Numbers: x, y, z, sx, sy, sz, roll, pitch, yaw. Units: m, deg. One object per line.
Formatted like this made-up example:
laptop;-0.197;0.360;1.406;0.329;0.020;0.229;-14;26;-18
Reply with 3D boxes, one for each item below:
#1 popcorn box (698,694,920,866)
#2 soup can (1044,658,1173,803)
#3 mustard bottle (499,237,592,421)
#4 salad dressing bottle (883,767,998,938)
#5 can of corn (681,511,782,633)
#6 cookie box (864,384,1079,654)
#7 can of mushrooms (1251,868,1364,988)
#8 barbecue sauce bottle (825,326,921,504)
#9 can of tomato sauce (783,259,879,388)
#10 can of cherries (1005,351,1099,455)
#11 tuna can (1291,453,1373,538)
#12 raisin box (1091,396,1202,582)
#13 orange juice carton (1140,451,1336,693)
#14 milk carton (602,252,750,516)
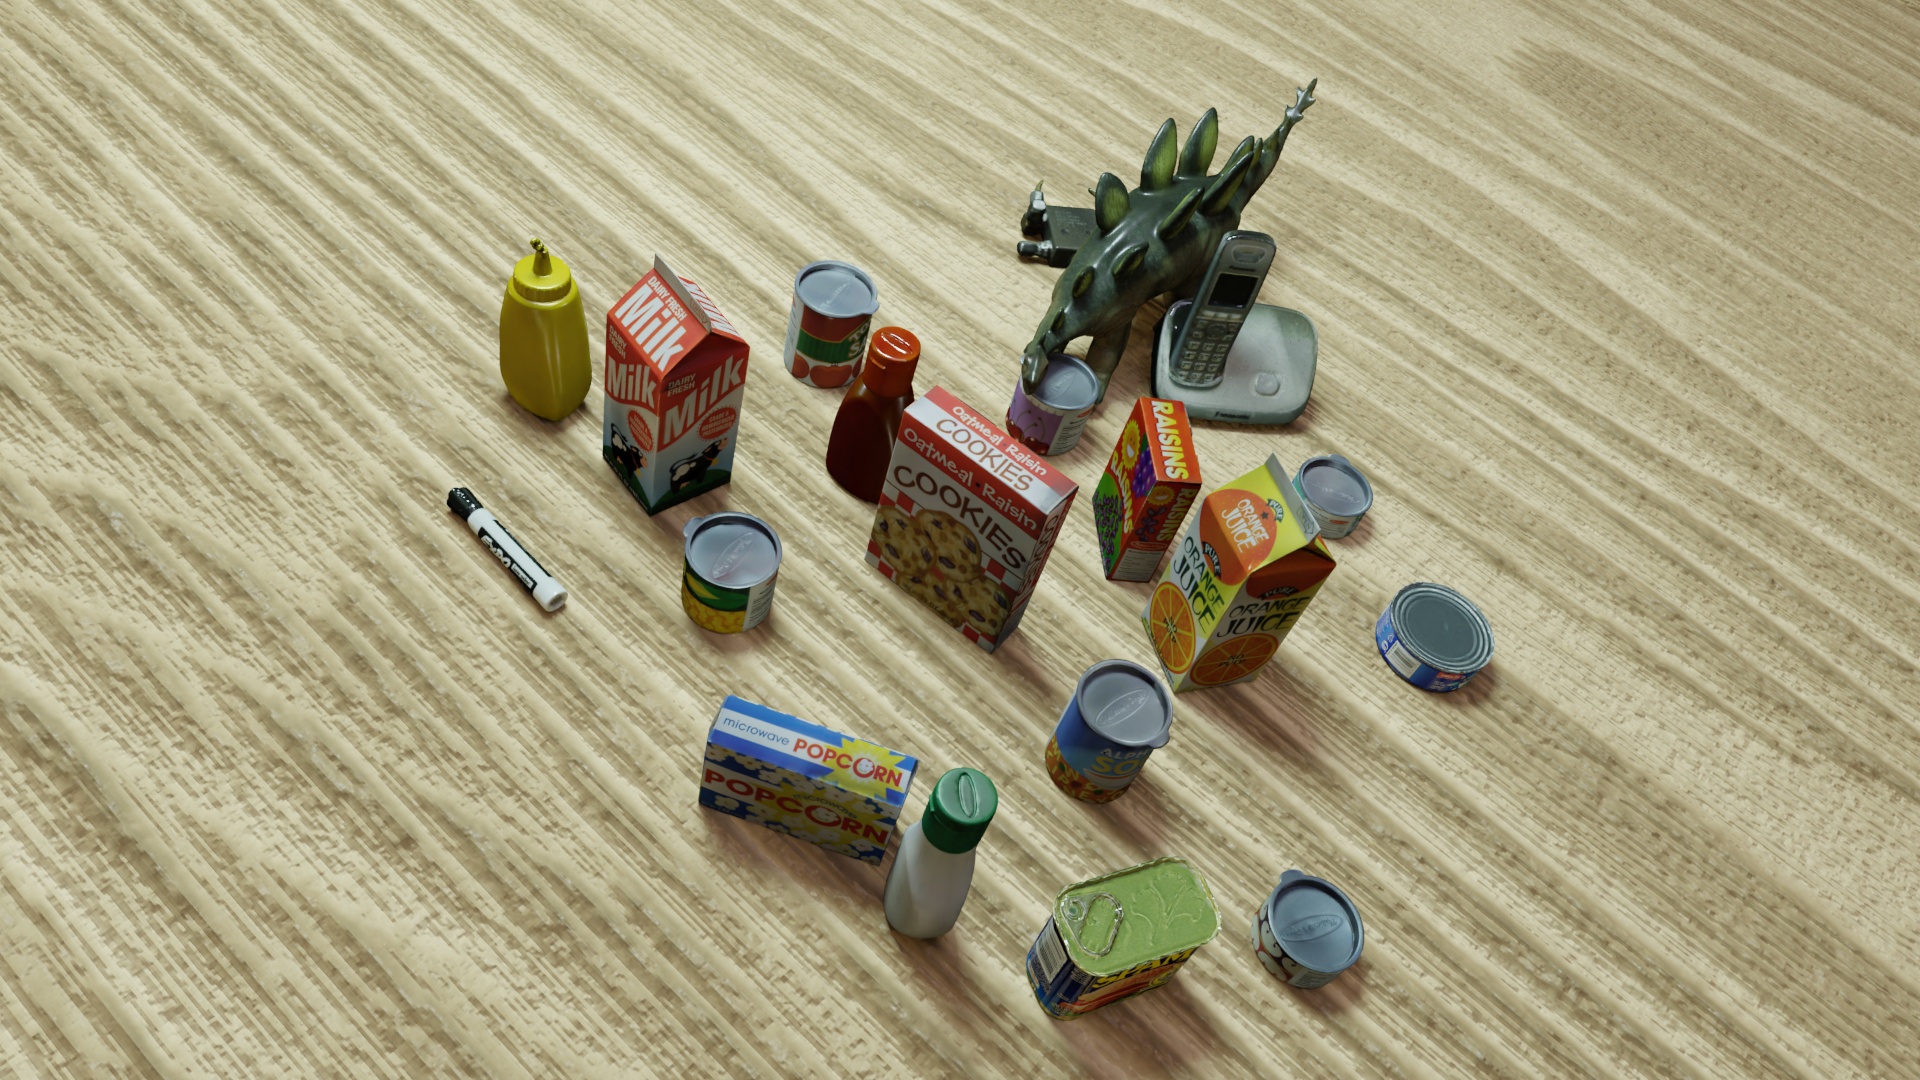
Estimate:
popcorn box;-0.097;0.151;0.868;0.127;0.084;0.038;19;50;0
soup can;0.100;0.132;0.939;0.071;0.083;0.072;8;50;-10
mustard bottle;-0.302;-0.158;1.011;0.065;0.159;0.049;31;50;10
salad dressing bottle;-0.012;0.186;0.822;0.044;0.146;0.064;2;52;-14
can of corn;-0.163;0.022;0.971;0.071;0.058;0.071;8;50;-10
cookie box;0.003;-0.012;0.974;0.123;0.166;0.040;37;52;14
can of mushrooms;0.225;0.254;0.909;0.071;0.033;0.071;8;50;-10
barbecue sauce bottle;-0.061;-0.094;1.035;0.065;0.147;0.044;36;52;14
can of tomato sauce;-0.105;-0.174;1.130;0.071;0.082;0.071;8;50;-10
can of cherries;0.073;-0.115;1.148;0.071;0.058;0.072;8;50;-10
tuna can;0.310;-0.038;1.169;0.071;0.032;0.071;8;50;-10
raisin box;0.141;-0.037;1.062;0.040;0.122;0.086;5;51;-12
orange juice carton;0.200;0.025;0.983;0.073;0.191;0.072;-6;54;-20
milk carton;-0.202;-0.111;0.981;0.074;0.189;0.072;-27;63;-32
